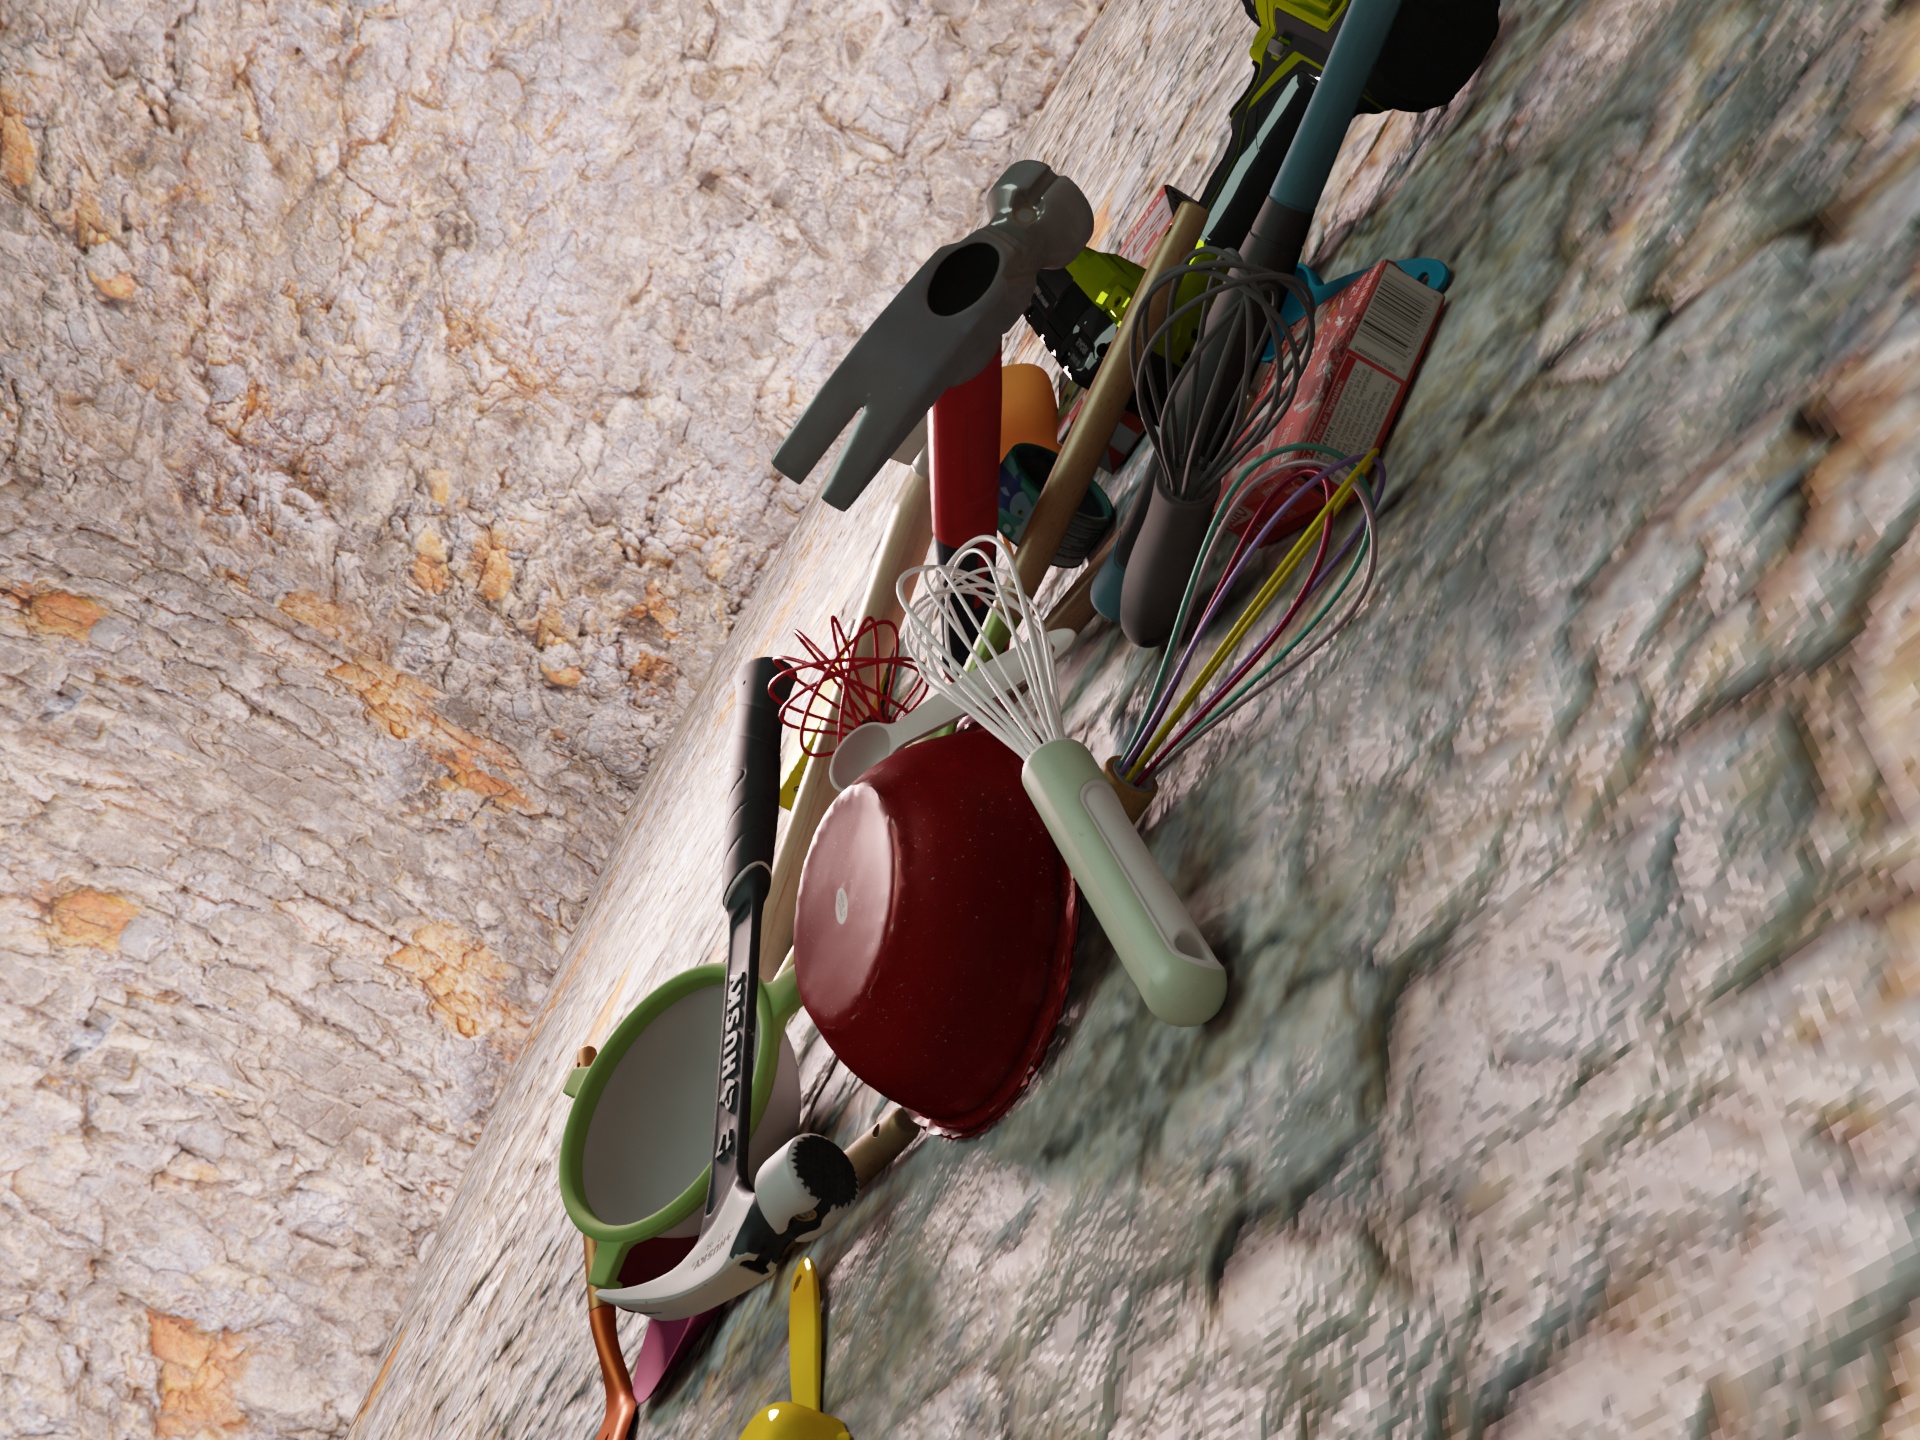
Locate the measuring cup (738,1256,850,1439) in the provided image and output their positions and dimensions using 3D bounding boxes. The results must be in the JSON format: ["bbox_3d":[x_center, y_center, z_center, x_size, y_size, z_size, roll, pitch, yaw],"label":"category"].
[{"bbox_3d":[-0.069,0.249,0.595,0.062,0.029,0.157,-59,14,13],"label":"measuring cup"}]

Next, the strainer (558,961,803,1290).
[{"bbox_3d":[-0.092,0.170,0.811,0.256,0.069,0.152,-42,34,7],"label":"strainer"}]

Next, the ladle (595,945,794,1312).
[{"bbox_3d":[-0.116,0.181,0.906,0.031,0.069,0.315,7,60,46],"label":"ladle"}]

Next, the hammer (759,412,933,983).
[{"bbox_3d":[-0.068,-0.001,0.928,0.146,0.038,0.410,-70,0,-62],"label":"hammer"}]

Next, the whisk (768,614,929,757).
[{"bbox_3d":[-0.045,0.004,0.816,0.073,0.073,0.295,-64,-9,-9],"label":"whisk"}]

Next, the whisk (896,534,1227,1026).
[{"bbox_3d":[0.030,0.010,0.534,0.059,0.057,0.247,-59,34,23],"label":"whisk"}]

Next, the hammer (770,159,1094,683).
[{"bbox_3d":[-0.007,-0.077,0.709,0.143,0.038,0.386,-52,-11,-14],"label":"hammer"}]

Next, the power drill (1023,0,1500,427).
[{"bbox_3d":[0.125,-0.261,0.733,0.228,0.080,0.191,-57,30,23],"label":"power drill"}]

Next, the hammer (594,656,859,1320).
[{"bbox_3d":[-0.109,0.102,0.792,0.149,0.036,0.409,-44,29,27],"label":"hammer"}]

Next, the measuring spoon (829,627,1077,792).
[{"bbox_3d":[-0.001,-0.002,0.664,0.124,0.018,0.034,-30,44,18],"label":"measuring spoon"}]

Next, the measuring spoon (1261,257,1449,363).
[{"bbox_3d":[0.156,-0.161,0.622,0.129,0.021,0.042,20,94,69],"label":"measuring spoon"}]

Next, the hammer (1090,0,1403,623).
[{"bbox_3d":[0.121,-0.185,0.607,0.128,0.033,0.330,-53,-14,-60],"label":"hammer"}]

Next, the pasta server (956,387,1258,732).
[{"bbox_3d":[0.045,-0.030,0.760,0.316,0.040,0.060,-50,16,30],"label":"pasta server"}]

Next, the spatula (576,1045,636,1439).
[{"bbox_3d":[-0.213,0.314,0.904,0.081,0.041,0.323,-55,33,28],"label":"spatula"}]

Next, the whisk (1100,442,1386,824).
[{"bbox_3d":[0.068,0.004,0.548,0.245,0.051,0.047,-58,18,32],"label":"whisk"}]

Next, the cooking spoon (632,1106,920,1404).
[{"bbox_3d":[-0.095,0.248,0.733,0.318,0.017,0.069,-51,22,43],"label":"cooking spoon"}]

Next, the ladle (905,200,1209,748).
[{"bbox_3d":[0.042,-0.066,0.688,0.078,0.062,0.320,-118,52,-75],"label":"ladle"}]

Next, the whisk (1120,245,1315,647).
[{"bbox_3d":[0.076,-0.080,0.552,0.238,0.055,0.055,91,-160,-67],"label":"whisk"}]

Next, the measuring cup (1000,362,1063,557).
[{"bbox_3d":[0.043,-0.136,0.938,0.095,0.052,0.174,72,-175,-58],"label":"measuring cup"}]
